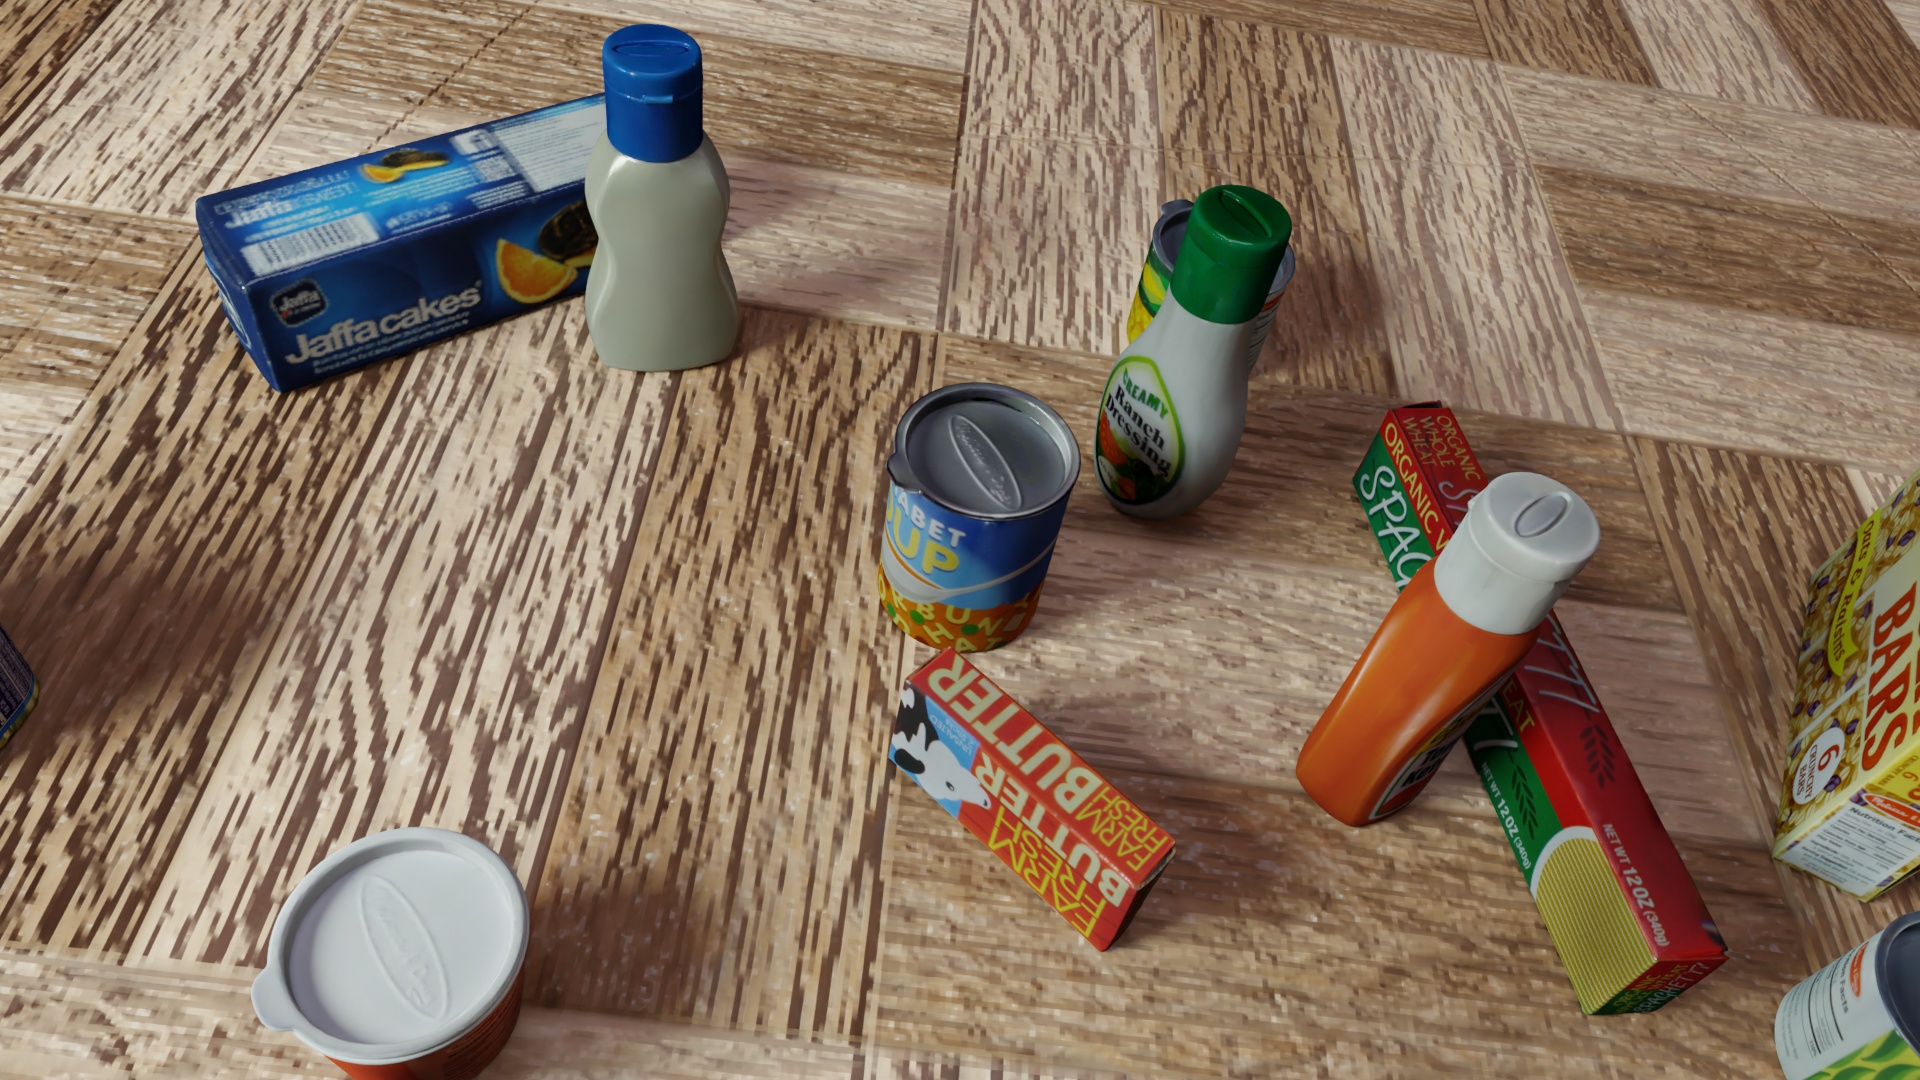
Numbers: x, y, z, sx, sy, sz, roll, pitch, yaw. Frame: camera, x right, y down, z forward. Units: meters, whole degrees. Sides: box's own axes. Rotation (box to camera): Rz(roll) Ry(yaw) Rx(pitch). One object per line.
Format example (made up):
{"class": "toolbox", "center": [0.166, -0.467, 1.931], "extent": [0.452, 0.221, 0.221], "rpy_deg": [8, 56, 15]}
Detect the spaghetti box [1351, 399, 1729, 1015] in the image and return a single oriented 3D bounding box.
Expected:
{"class": "spaghetti box", "center": [0.209, 0.051, 0.532], "extent": [0.029, 0.049, 0.251], "rpy_deg": [-2, 51, -12]}

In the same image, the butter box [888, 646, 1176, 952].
{"class": "butter box", "center": [0.022, 0.086, 0.466], "extent": [0.104, 0.052, 0.024], "rpy_deg": [39, 55, 21]}

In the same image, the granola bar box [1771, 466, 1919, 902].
{"class": "granola bar box", "center": [0.368, 0.038, 0.523], "extent": [0.039, 0.123, 0.166], "rpy_deg": [27, 51, 12]}

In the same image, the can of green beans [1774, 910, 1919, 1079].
{"class": "can of green beans", "center": [0.313, 0.163, 0.451], "extent": [0.071, 0.057, 0.071], "rpy_deg": [5, 50, -6]}

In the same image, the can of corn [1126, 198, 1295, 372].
{"class": "can of corn", "center": [0.114, -0.115, 0.649], "extent": [0.071, 0.058, 0.071], "rpy_deg": [5, 50, -6]}

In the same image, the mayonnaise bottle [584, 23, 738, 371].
{"class": "mayonnaise bottle", "center": [-0.122, -0.133, 0.563], "extent": [0.065, 0.147, 0.041], "rpy_deg": [-6, 52, -15]}

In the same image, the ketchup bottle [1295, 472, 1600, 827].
{"class": "ketchup bottle", "center": [0.163, 0.038, 0.469], "extent": [0.065, 0.148, 0.043], "rpy_deg": [-31, 62, -30]}

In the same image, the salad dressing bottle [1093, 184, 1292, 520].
{"class": "salad dressing bottle", "center": [0.091, -0.070, 0.548], "extent": [0.044, 0.146, 0.064], "rpy_deg": [-20, 57, -24]}

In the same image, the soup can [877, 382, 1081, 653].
{"class": "soup can", "center": [0.002, -0.007, 0.521], "extent": [0.071, 0.083, 0.072], "rpy_deg": [5, 50, -6]}

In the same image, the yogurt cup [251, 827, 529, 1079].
{"class": "yogurt cup", "center": [-0.158, 0.125, 0.401], "extent": [0.072, 0.053, 0.073], "rpy_deg": [5, 50, -6]}
